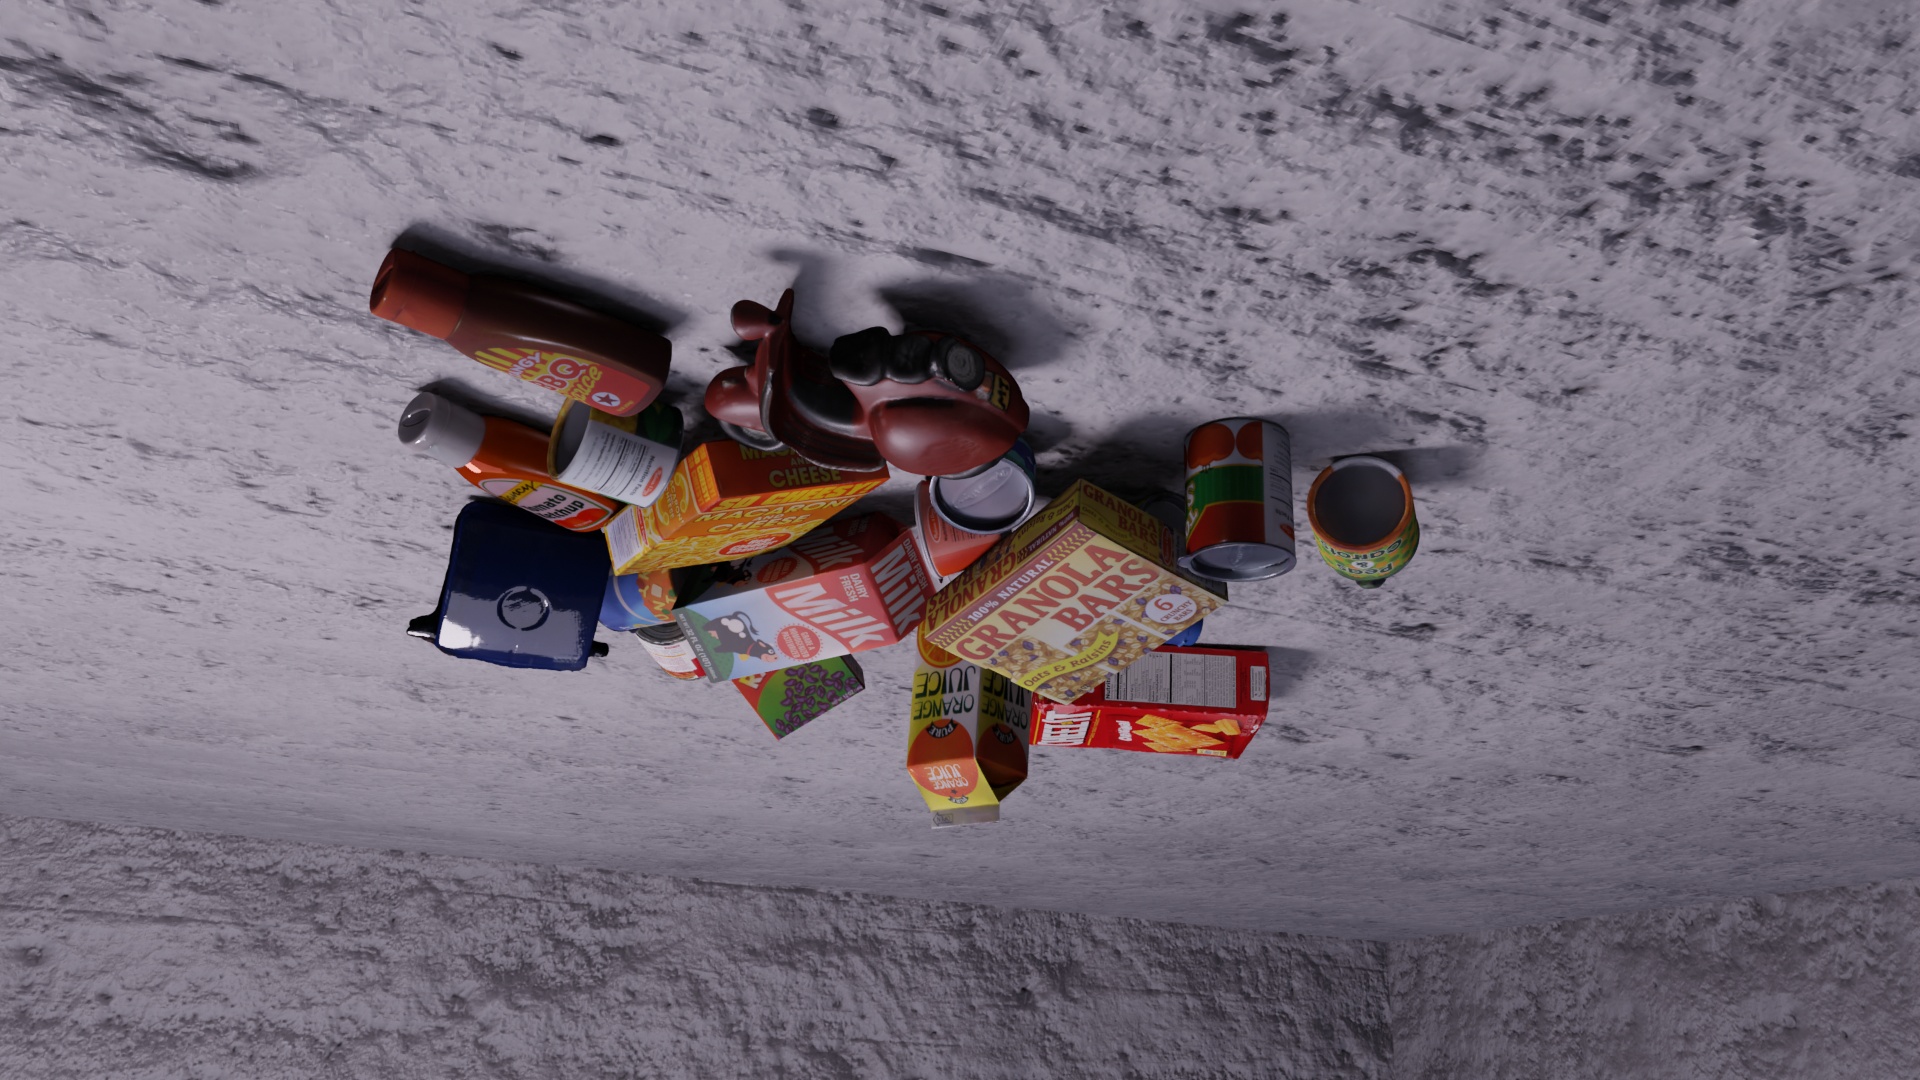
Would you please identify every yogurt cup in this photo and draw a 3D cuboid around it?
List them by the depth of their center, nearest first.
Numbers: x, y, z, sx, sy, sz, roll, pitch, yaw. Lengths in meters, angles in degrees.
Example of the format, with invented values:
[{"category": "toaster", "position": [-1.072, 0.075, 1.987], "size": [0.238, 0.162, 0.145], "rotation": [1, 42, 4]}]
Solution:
[{"category": "yogurt cup", "position": [0.003, -0.012, 0.936], "size": [0.054, 0.072, 0.072], "rotation": [-11, 156, 11]}]

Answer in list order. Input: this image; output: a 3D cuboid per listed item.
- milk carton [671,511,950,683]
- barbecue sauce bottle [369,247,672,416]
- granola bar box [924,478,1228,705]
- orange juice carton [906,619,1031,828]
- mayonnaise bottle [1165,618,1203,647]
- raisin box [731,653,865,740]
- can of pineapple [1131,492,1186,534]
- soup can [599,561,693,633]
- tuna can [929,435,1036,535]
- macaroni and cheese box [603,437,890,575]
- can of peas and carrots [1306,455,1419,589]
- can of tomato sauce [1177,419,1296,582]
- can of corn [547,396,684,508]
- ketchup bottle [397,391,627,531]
[{"category": "milk carton", "position": [-0.101, 0.037, 1.002], "size": [0.190, 0.074, 0.072], "rotation": [-13, 120, 15]}, {"category": "barbecue sauce bottle", "position": [-0.232, -0.111, 0.738], "size": [0.148, 0.044, 0.064], "rotation": [20, 153, -36]}, {"category": "granola bar box", "position": [0.073, 0.040, 0.911], "size": [0.124, 0.039, 0.164], "rotation": [27, 136, -25]}, {"category": "orange juice carton", "position": [0.009, 0.135, 1.126], "size": [0.071, 0.193, 0.073], "rotation": [-13, 152, 36]}, {"category": "mayonnaise bottle", "position": [0.101, 0.050, 1.003], "size": [0.148, 0.041, 0.064], "rotation": [8, 156, -16]}, {"category": "raisin box", "position": [-0.145, 0.087, 1.107], "size": [0.086, 0.040, 0.123], "rotation": [-31, 112, 6]}, {"category": "can of pineapple", "position": [0.130, 0.006, 0.961], "size": [0.071, 0.071, 0.057], "rotation": [17, 155, -32]}, {"category": "soup can", "position": [-0.233, 0.034, 1.068], "size": [0.083, 0.071, 0.071], "rotation": [-10, 155, 29]}, {"category": "tuna can", "position": [0.013, -0.040, 0.871], "size": [0.071, 0.033, 0.070], "rotation": [3, 131, 3]}, {"category": "macaroni and cheese box", "position": [-0.141, -0.025, 0.897], "size": [0.124, 0.040, 0.166], "rotation": [-9, 168, -37]}, {"category": "can of peas and carrots", "position": [0.259, -0.011, 0.894], "size": [0.071, 0.071, 0.058], "rotation": [-6, 156, 20]}, {"category": "can of tomato sauce", "position": [0.169, -0.024, 0.856], "size": [0.071, 0.083, 0.071], "rotation": [2, 158, 1]}, {"category": "can of corn", "position": [-0.209, -0.060, 0.838], "size": [0.058, 0.071, 0.071], "rotation": [19, 153, -33]}, {"category": "ketchup bottle", "position": [-0.288, -0.050, 0.897], "size": [0.064, 0.044, 0.148], "rotation": [-15, 152, 32]}]
